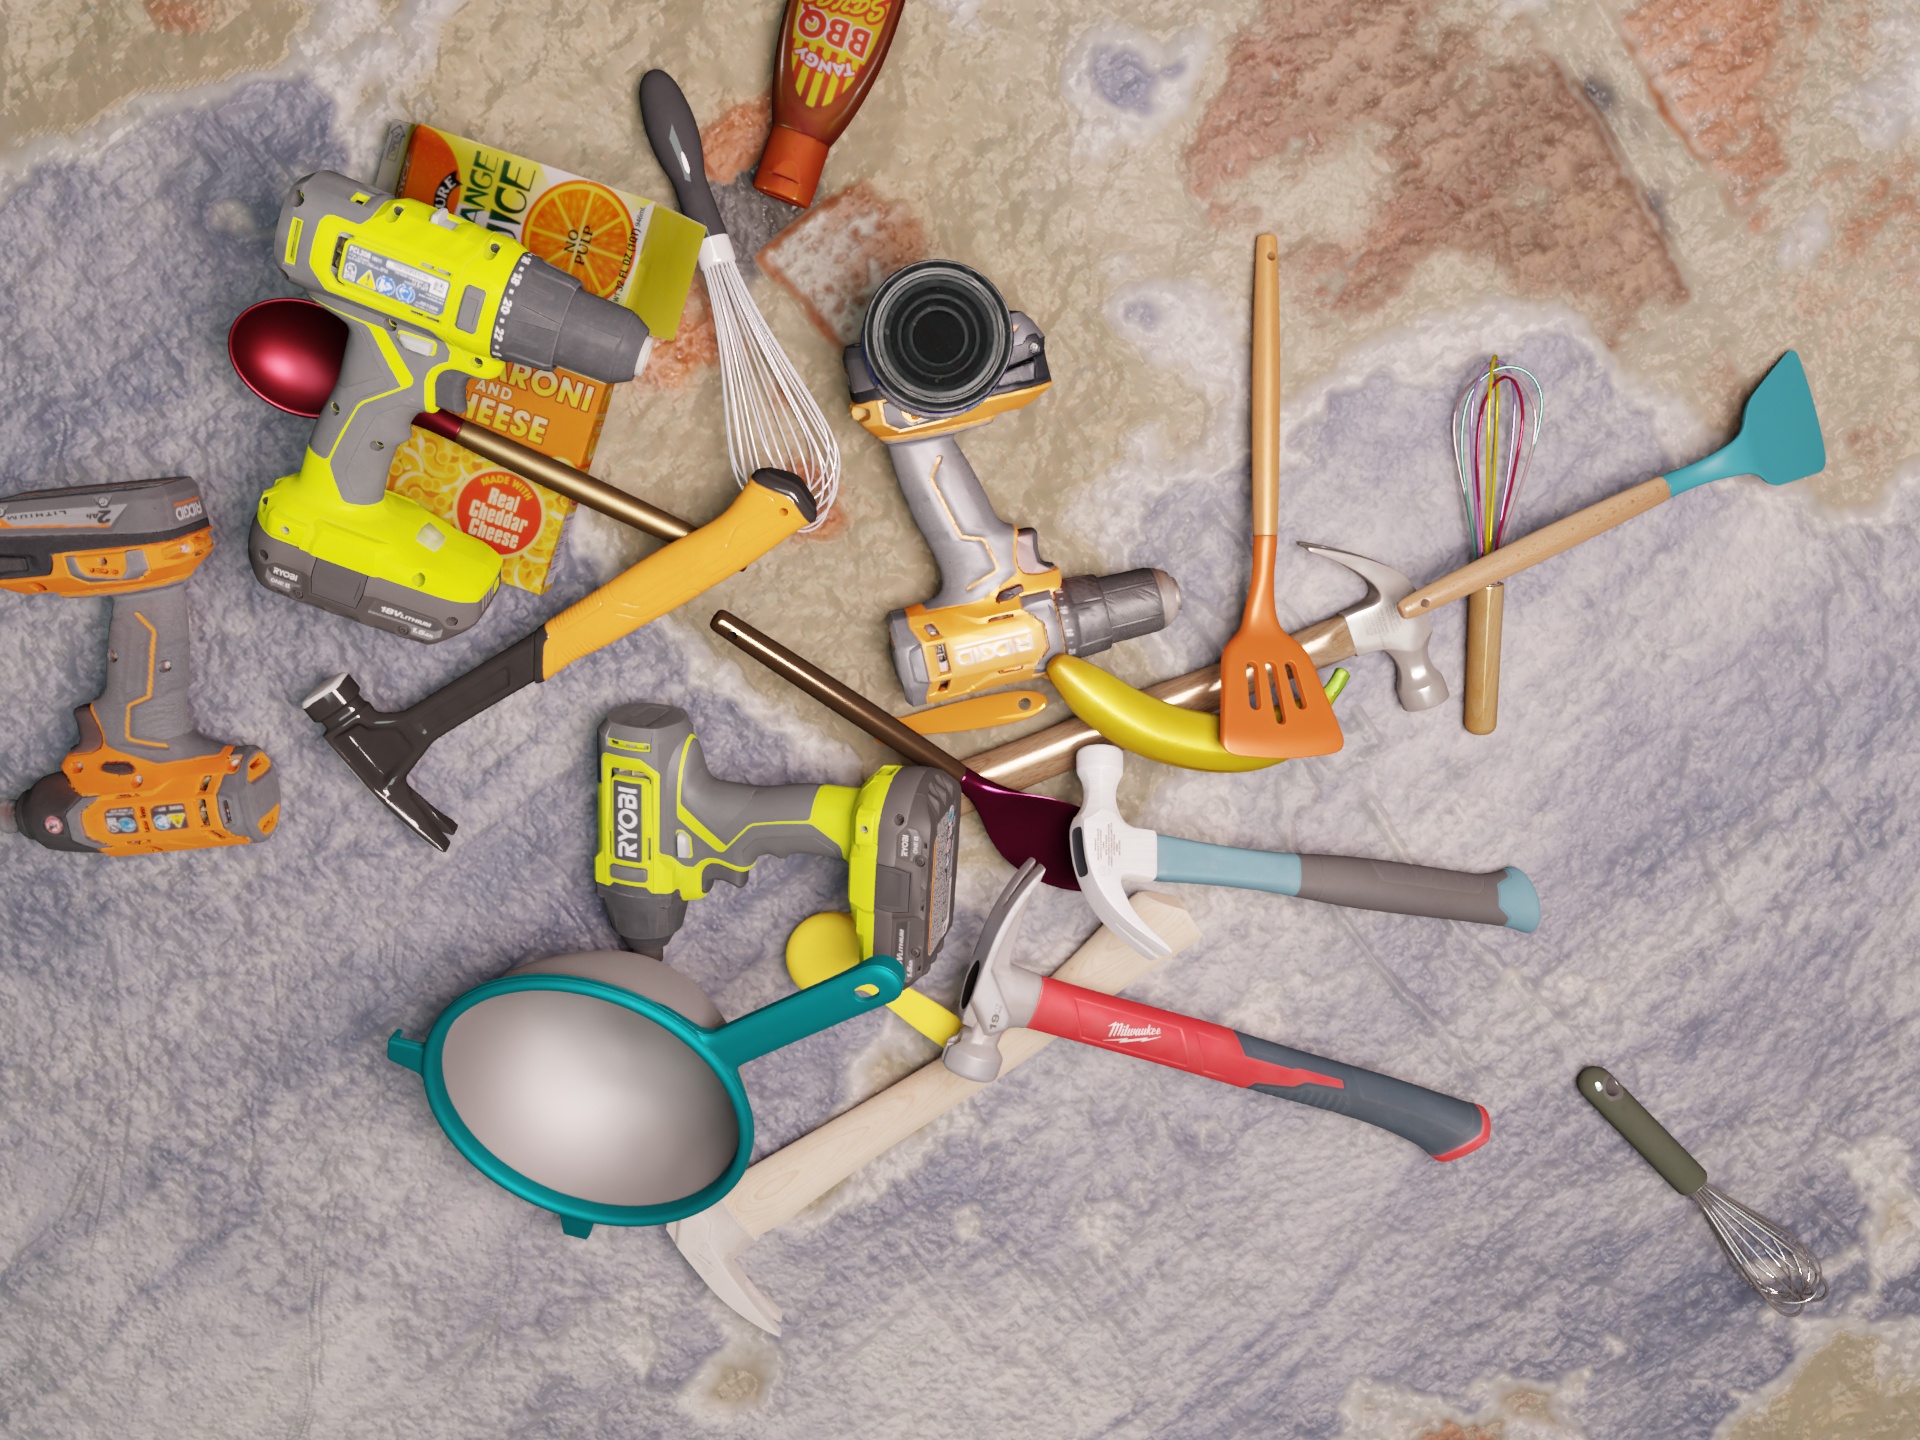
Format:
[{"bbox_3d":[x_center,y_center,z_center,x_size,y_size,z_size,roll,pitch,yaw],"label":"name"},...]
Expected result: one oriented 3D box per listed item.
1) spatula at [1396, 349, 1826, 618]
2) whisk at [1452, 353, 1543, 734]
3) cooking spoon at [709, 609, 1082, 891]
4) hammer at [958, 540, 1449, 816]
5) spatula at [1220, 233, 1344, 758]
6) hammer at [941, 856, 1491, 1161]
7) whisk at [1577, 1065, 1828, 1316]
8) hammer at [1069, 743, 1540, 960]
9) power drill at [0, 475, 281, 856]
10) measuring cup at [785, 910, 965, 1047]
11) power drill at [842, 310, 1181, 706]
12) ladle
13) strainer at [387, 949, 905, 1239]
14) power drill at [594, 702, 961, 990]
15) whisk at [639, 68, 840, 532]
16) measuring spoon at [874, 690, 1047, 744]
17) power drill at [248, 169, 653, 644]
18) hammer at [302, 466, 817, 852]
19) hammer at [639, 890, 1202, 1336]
[{"bbox_3d":[0.414,-0.135,1.001,0.317,0.044,0.082,-25,104,-4],"label":"spatula"},{"bbox_3d":[0.341,-0.110,1.021,0.051,0.047,0.245,-4,106,-4],"label":"whisk"},{"bbox_3d":[-0.020,0.021,0.992,0.318,0.017,0.068,33,122,-21],"label":"cooking spoon"},{"bbox_3d":[0.143,-0.016,1.030,0.331,0.031,0.130,-21,102,1],"label":"hammer"},{"bbox_3d":[0.192,-0.138,0.978,0.081,0.041,0.322,0,91,-13],"label":"spatula"},{"bbox_3d":[0.187,0.209,1.049,0.386,0.038,0.143,18,94,-16],"label":"hammer"},{"bbox_3d":[0.520,0.330,1.121,0.246,0.059,0.058,45,59,-7],"label":"whisk"},{"bbox_3d":[0.228,0.100,1.026,0.331,0.033,0.128,8,72,-16],"label":"hammer"},{"bbox_3d":[-0.519,-0.026,0.963,0.164,0.084,0.226,-6,106,-2],"label":"power drill"},{"bbox_3d":[-0.045,0.180,1.036,0.156,0.029,0.062,32,89,9],"label":"measuring cup"},{"bbox_3d":[0.031,-0.133,0.977,0.185,0.084,0.226,-13,106,-3],"label":"power drill"},{"bbox_3d":[-0.269,-0.159,0.935,0.315,0.031,0.069,25,114,-12],"label":"ladle"},{"bbox_3d":[-0.171,0.191,0.988,0.340,0.095,0.210,-26,114,23],"label":"strainer"},{"bbox_3d":[-0.119,0.089,0.991,0.223,0.080,0.171,8,110,13],"label":"power drill"},{"bbox_3d":[-0.138,-0.249,0.954,0.070,0.070,0.284,-19,98,0],"label":"whisk"},{"bbox_3d":[-0.002,-0.003,1.021,0.117,0.011,0.021,-10,77,9],"label":"measuring spoon"},{"bbox_3d":[-0.287,-0.162,0.875,0.190,0.080,0.228,20,117,-10],"label":"power drill"},{"bbox_3d":[-0.228,-0.046,0.961,0.337,0.034,0.127,-30,113,12],"label":"hammer"},{"bbox_3d":[-0.010,0.254,1.073,0.410,0.038,0.146,-34,103,3],"label":"hammer"}]
